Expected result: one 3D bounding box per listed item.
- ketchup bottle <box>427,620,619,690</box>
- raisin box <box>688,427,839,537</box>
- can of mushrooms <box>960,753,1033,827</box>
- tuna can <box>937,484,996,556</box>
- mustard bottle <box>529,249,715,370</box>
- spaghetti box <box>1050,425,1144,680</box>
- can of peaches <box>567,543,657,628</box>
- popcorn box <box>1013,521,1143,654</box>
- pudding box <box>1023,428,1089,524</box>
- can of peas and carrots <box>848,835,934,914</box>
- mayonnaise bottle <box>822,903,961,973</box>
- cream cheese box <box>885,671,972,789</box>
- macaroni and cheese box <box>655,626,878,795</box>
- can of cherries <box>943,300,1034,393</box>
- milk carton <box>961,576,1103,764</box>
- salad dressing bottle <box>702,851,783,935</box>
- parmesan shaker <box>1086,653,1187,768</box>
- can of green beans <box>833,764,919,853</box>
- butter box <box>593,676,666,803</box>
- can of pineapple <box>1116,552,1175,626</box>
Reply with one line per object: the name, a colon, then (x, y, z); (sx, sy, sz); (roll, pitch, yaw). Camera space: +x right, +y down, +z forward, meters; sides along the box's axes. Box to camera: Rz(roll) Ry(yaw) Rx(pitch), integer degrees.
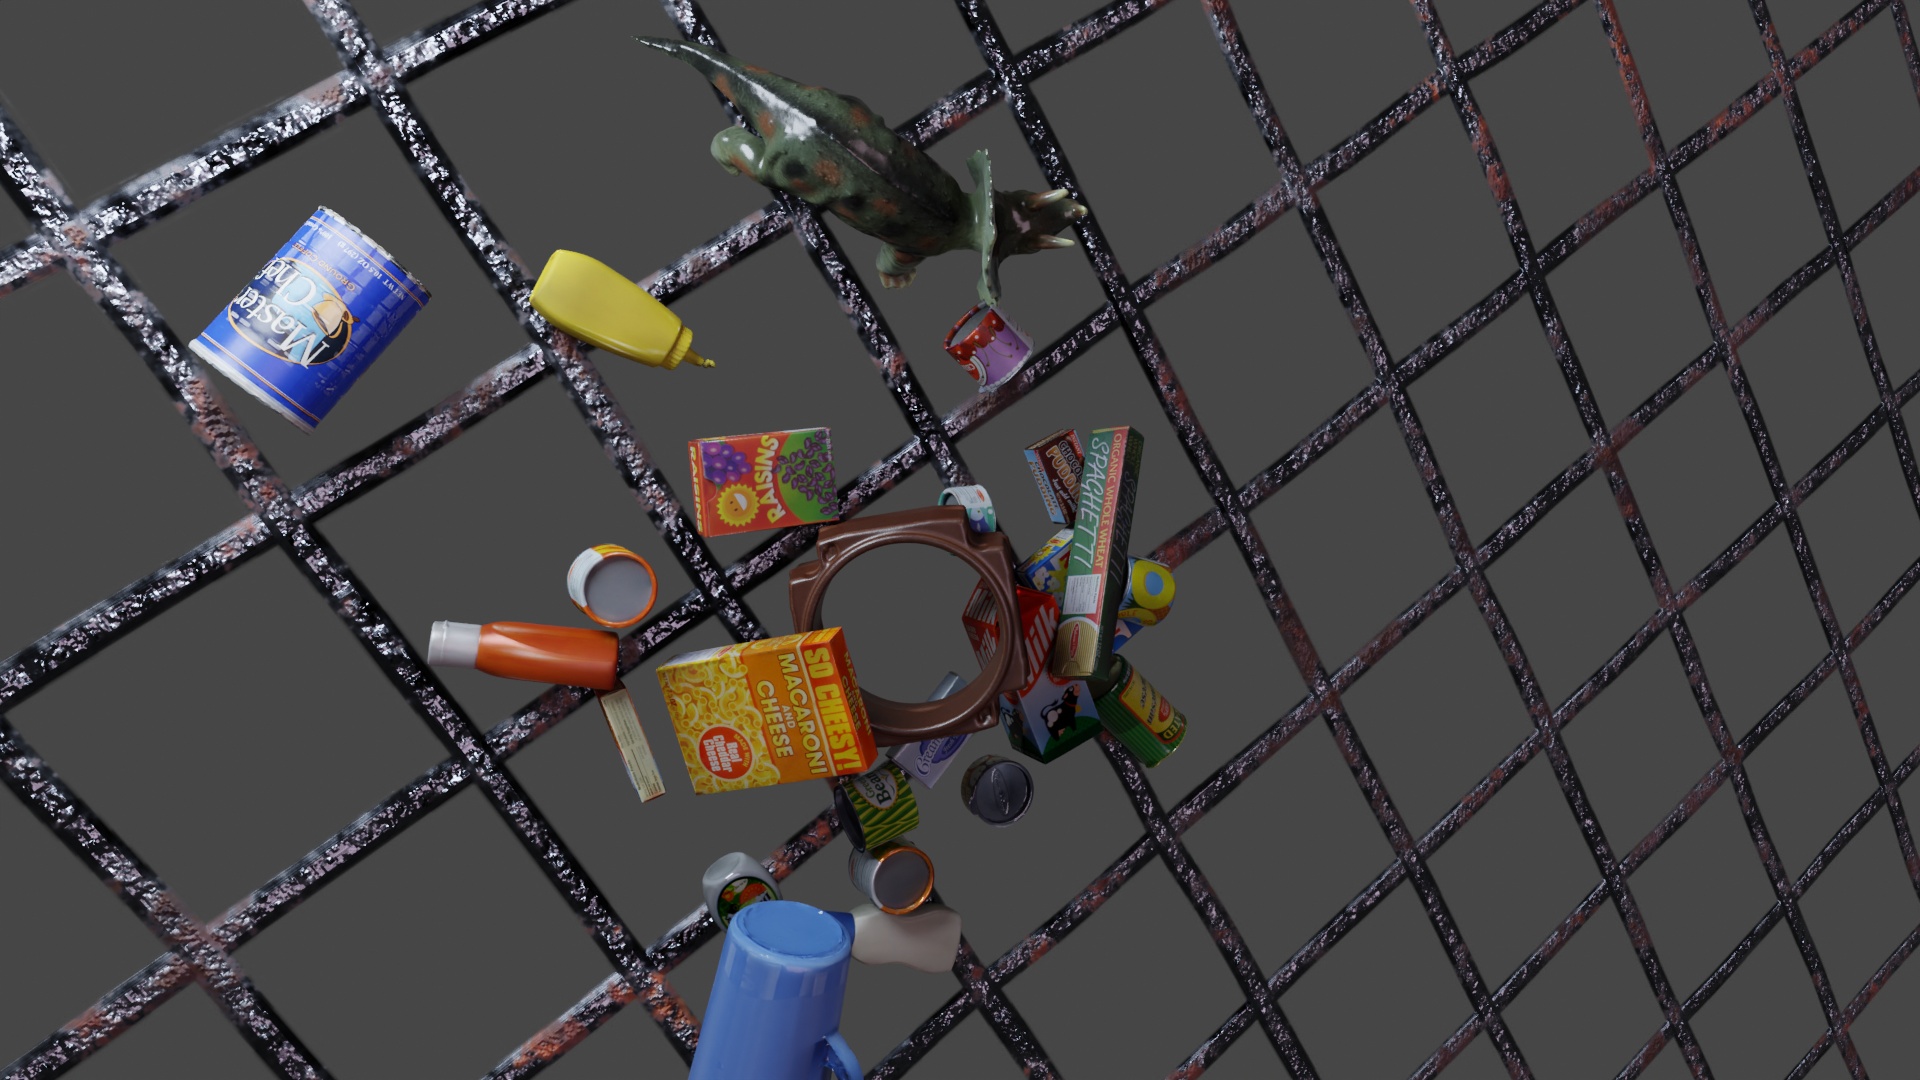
ketchup bottle: (-0.361, 0.092, 1.152); (0.149, 0.065, 0.043); (8, 108, -17)
raisin box: (-0.174, -0.053, 1.236); (0.124, 0.040, 0.086); (-8, 99, -24)
can of mushrooms: (0.034, 0.246, 1.366); (0.071, 0.033, 0.071); (-3, 97, -25)
tuna can: (0.005, -0.016, 1.310); (0.033, 0.071, 0.071); (-6, 98, -24)
mustard bottle: (-0.279, -0.182, 1.169); (0.160, 0.049, 0.065); (29, 83, -25)
spaghetti box: (0.132, 0.011, 1.324); (0.028, 0.050, 0.250); (26, 68, -42)
can of peaches: (-0.293, 0.039, 1.178); (0.071, 0.058, 0.071); (-3, 96, -24)
popcorn box: (0.121, 0.055, 1.387); (0.085, 0.038, 0.126); (-39, 109, -18)
pudding box: (0.103, -0.063, 1.371); (0.050, 0.030, 0.083); (-29, 107, -21)
can of peas and carrots: (-0.063, 0.312, 1.313); (0.071, 0.059, 0.071); (-3, 97, -25)
mayonnaise bottle: (-0.074, 0.376, 1.325); (0.148, 0.041, 0.064); (12, 88, -25)
cream cheese box: (-0.020, 0.183, 1.340); (0.053, 0.024, 0.104); (44, 77, -22)
macaroni and cheese box: (-0.167, 0.148, 1.206); (0.166, 0.040, 0.123); (-11, 103, 17)
can of cherries: (0.025, -0.182, 1.303); (0.058, 0.071, 0.071); (43, 77, -22)
milk carton: (0.063, 0.112, 1.345); (0.074, 0.072, 0.190); (-27, 105, -21)
salad dressing bottle: (-0.180, 0.355, 1.270); (0.064, 0.044, 0.147); (-33, 109, -13)
parmesan shaker: (0.172, 0.172, 1.404); (0.103, 0.071, 0.071); (44, 77, -22)
can of green beans: (-0.078, 0.249, 1.295); (0.058, 0.071, 0.071); (-20, 104, -22)
butter box: (-0.285, 0.170, 1.198); (0.024, 0.053, 0.103); (-23, 104, -19)
can of pineapple: (0.167, 0.048, 1.348); (0.058, 0.071, 0.071); (16, 88, -27)
